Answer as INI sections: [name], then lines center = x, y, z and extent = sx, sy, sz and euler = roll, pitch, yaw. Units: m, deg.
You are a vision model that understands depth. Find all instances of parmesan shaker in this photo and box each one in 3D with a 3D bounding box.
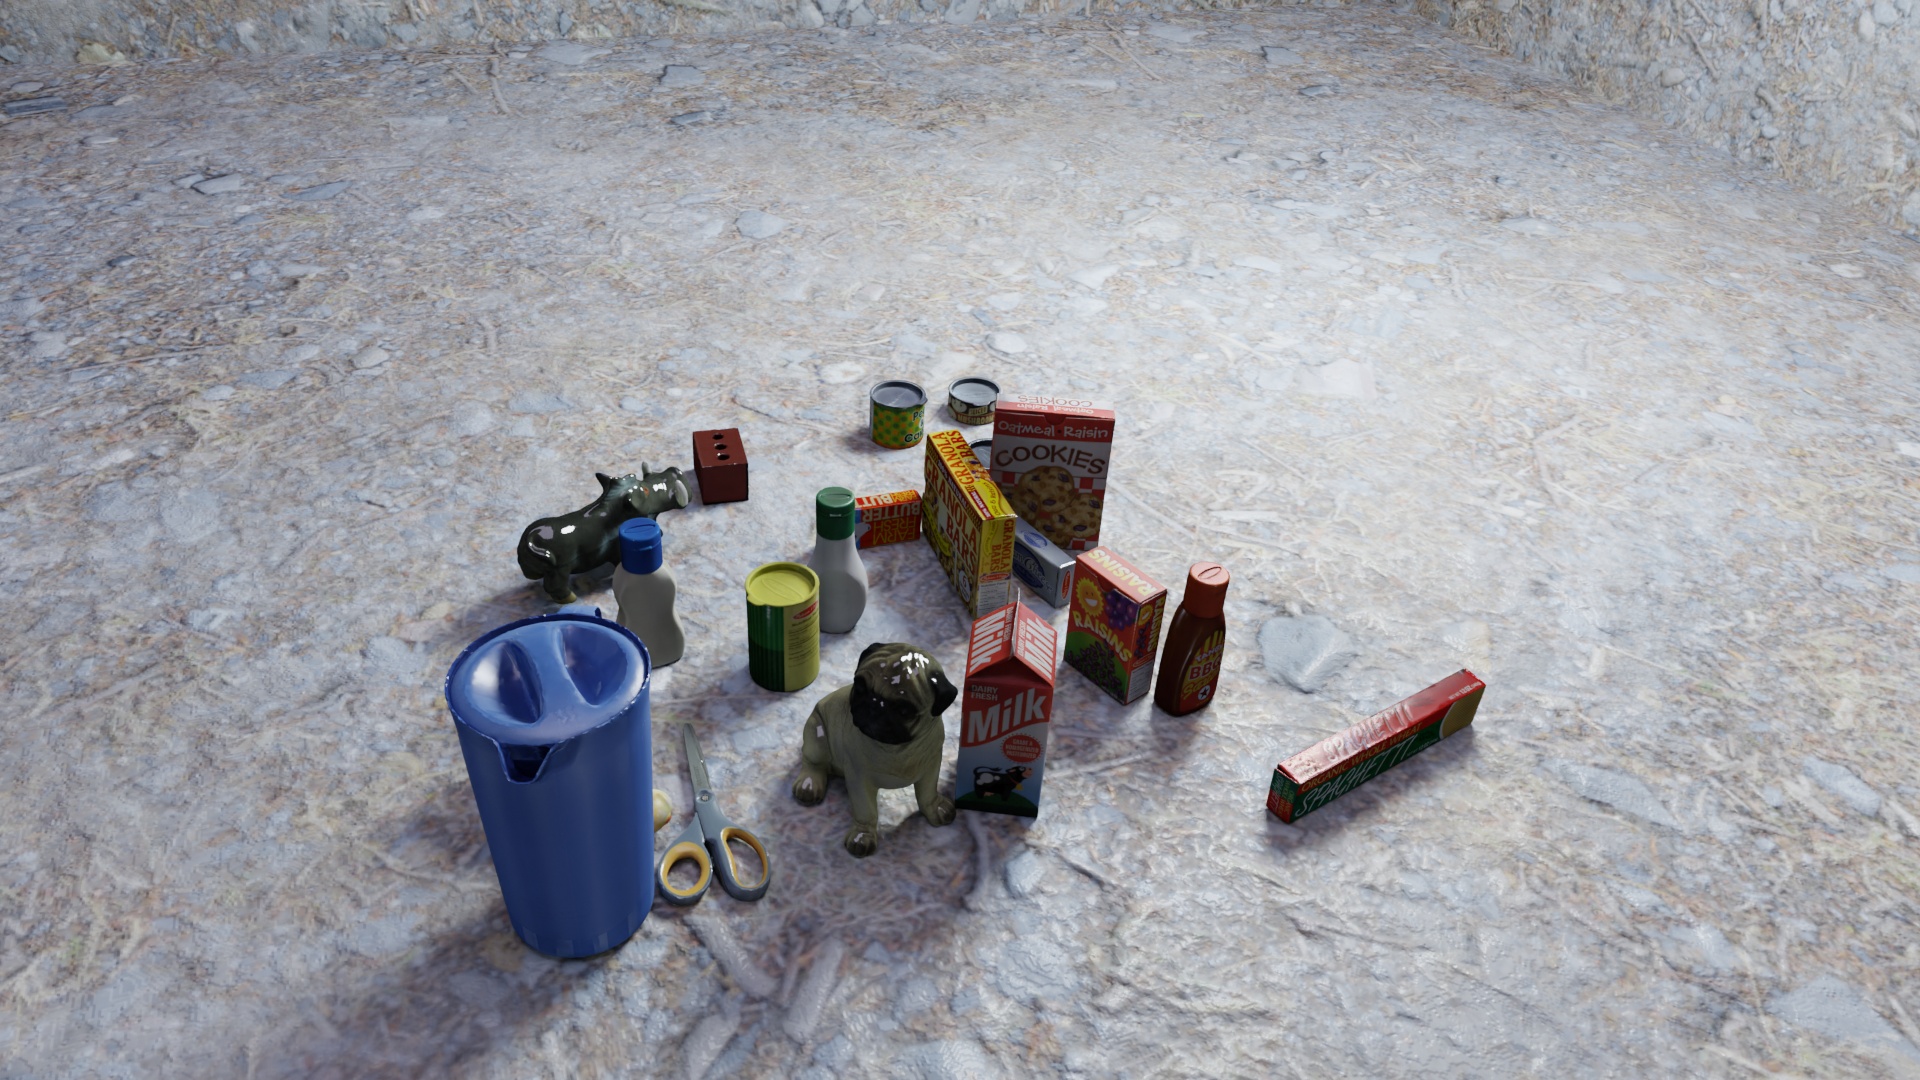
[parmesan shaker]
center = -0.164, 0.080, 1.269
extent = 0.071, 0.102, 0.072
euler = 3, 35, -2

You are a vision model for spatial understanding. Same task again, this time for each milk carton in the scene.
[milk carton]
center = 0.038, 0.134, 1.140
extent = 0.073, 0.189, 0.073
euler = 6, 35, 2

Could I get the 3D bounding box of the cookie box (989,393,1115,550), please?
[cookie box]
center = 0.091, -0.069, 1.453
extent = 0.123, 0.166, 0.040
euler = 4, 35, 0

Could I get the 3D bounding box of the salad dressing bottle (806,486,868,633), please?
[salad dressing bottle]
center = -0.119, 0.019, 1.323
extent = 0.064, 0.146, 0.044
euler = 0, 35, -5

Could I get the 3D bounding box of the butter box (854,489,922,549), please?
[butter box]
center = -0.093, -0.020, 1.462
extent = 0.104, 0.052, 0.024
euler = -9, 37, -18

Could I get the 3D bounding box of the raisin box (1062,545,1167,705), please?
[raisin box]
center = 0.141, 0.078, 1.287
extent = 0.040, 0.122, 0.086
euler = -23, 43, -33

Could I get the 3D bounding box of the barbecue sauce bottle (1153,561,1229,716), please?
[barbecue sauce bottle]
center = 0.214, 0.088, 1.260
extent = 0.065, 0.147, 0.044
euler = -22, 43, -33

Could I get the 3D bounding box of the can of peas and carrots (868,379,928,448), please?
[can of peas and carrots]
center = -0.073, -0.149, 1.640
extent = 0.071, 0.058, 0.071
euler = 3, 35, -2

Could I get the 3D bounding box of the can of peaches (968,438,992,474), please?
[can of peaches]
center = 0.031, -0.072, 1.544
extent = 0.071, 0.057, 0.071
euler = 3, 35, -2

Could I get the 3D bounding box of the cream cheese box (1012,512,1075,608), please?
[cream cheese box]
center = 0.075, 0.020, 1.423
extent = 0.024, 0.053, 0.104
euler = -20, 42, -30

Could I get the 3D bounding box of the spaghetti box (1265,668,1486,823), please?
[spaghetti box]
center = 0.371, 0.180, 1.232
extent = 0.251, 0.049, 0.029
euler = -19, 41, -30

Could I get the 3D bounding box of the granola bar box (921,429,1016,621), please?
[granola bar box]
center = 0.005, -0.018, 1.407
extent = 0.039, 0.123, 0.166
euler = -9, 37, -18

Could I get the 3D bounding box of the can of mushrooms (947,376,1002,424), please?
[can of mushrooms]
center = 0.018, -0.170, 1.702
extent = 0.071, 0.033, 0.071
euler = 3, 35, -2

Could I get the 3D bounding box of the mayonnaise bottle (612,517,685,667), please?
[mayonnaise bottle]
center = -0.286, 0.049, 1.262
extent = 0.065, 0.147, 0.041
euler = -12, 38, -22
